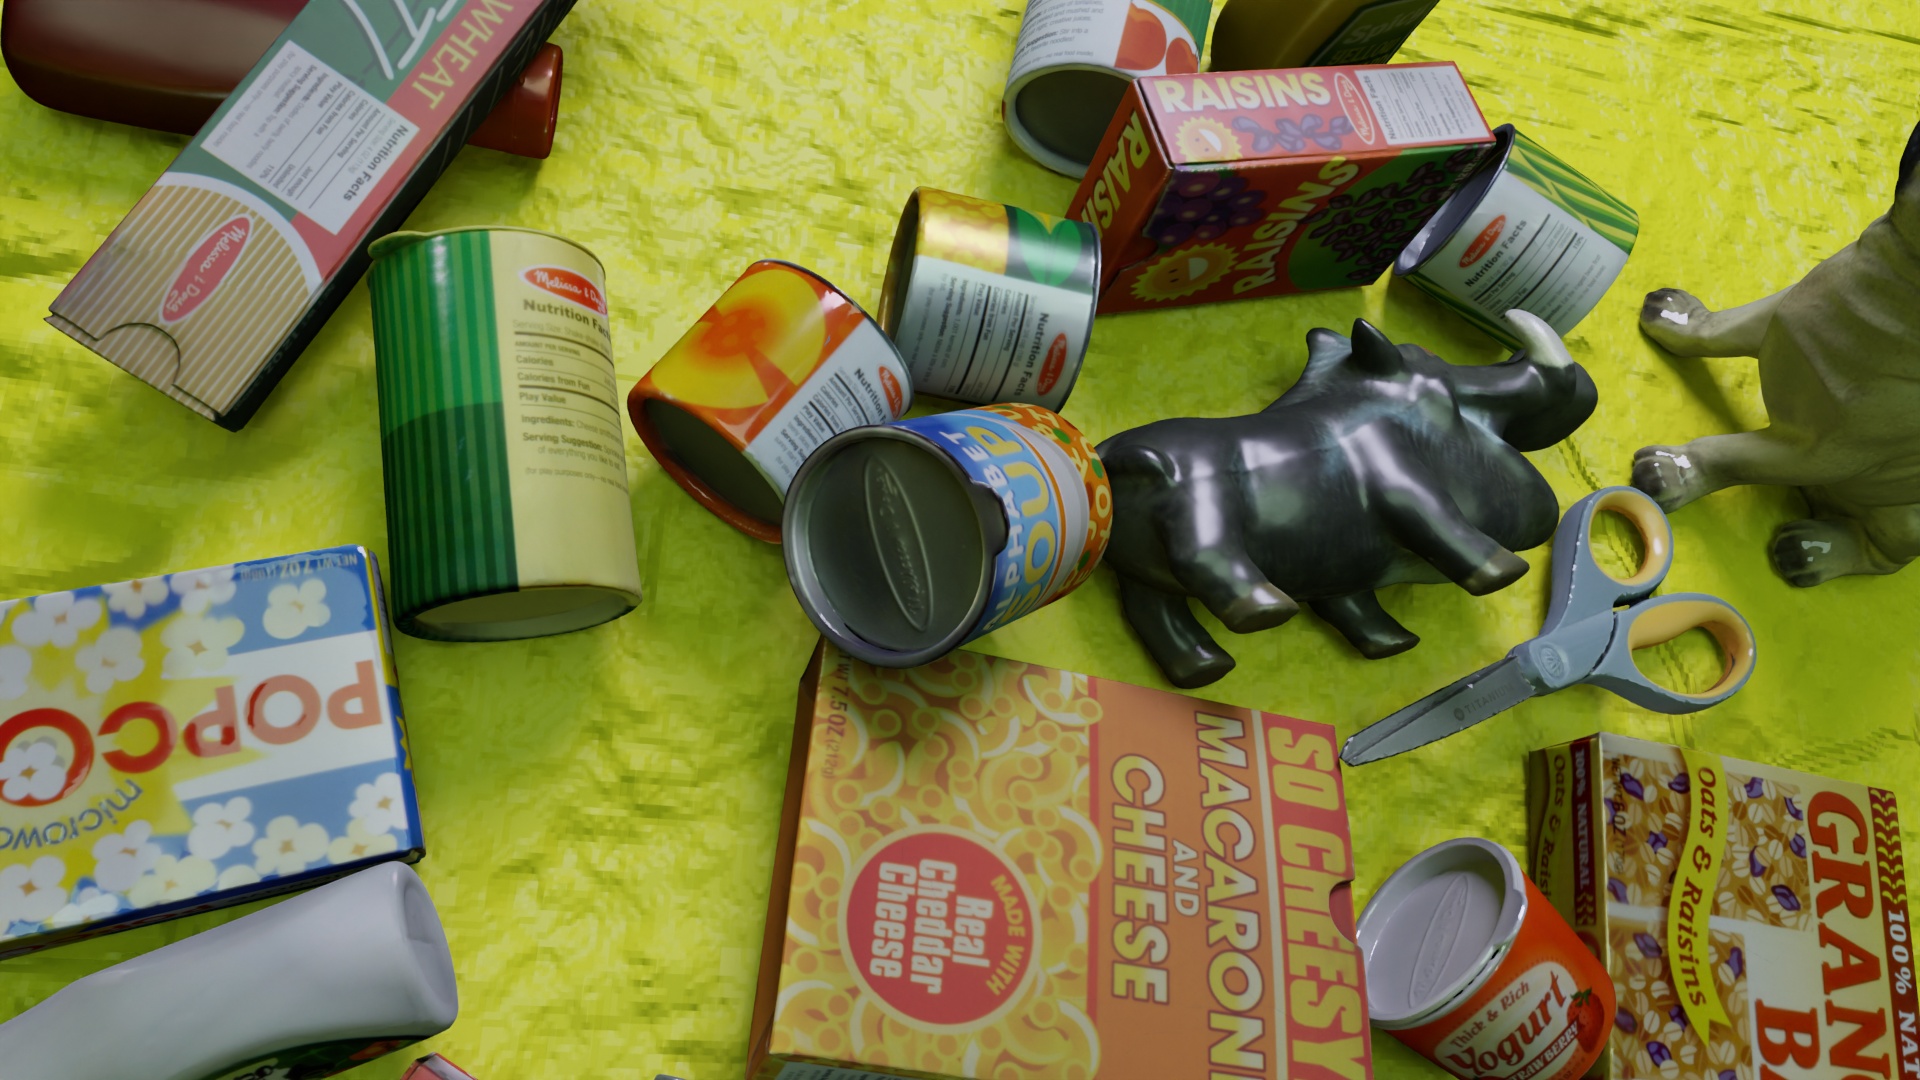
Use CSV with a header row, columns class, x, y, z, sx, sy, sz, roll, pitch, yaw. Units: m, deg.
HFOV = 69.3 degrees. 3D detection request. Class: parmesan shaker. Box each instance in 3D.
class,x,y,z,sx,sy,sz,roll,pitch,yaw
parmesan shaker,-0.131,-0.028,0.392,0.071,0.071,0.103,-5,75,-17

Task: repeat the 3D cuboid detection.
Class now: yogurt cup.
class,x,y,z,sx,sy,sz,roll,pitch,yaw
yogurt cup,0.160,0.134,0.426,0.054,0.072,0.072,41,67,-9

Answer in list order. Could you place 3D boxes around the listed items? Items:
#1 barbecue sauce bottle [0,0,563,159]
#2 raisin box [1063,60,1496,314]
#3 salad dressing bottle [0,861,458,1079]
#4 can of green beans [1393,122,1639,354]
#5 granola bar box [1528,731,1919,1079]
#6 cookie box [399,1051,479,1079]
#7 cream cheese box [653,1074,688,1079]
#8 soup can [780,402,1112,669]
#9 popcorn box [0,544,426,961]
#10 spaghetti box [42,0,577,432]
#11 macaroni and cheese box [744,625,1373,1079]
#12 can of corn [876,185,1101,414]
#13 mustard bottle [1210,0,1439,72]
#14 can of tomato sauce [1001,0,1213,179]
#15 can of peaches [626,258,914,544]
class,x,y,z,sx,sy,sz,roll,pitch,yaw
barbecue sauce bottle,-0.201,-0.150,0.426,0.149,0.043,0.065,8,74,-14
raisin box,0.105,-0.120,0.480,0.124,0.085,0.040,-9,70,-19
salad dressing bottle,-0.200,0.124,0.330,0.148,0.064,0.044,-20,74,-12
can of green beans,0.206,-0.111,0.517,0.058,0.071,0.071,33,67,-5
granola bar box,0.252,0.157,0.457,0.124,0.039,0.166,12,70,-12
cookie box,-0.100,0.224,0.335,0.167,0.040,0.123,35,67,-3
cream cheese box,-0.033,0.167,0.365,0.104,0.053,0.024,21,67,-9
soup can,0.001,-0.005,0.403,0.071,0.071,0.084,59,30,7
popcorn box,-0.211,0.055,0.359,0.127,0.038,0.085,-10,76,-19
spaghetti box,-0.154,-0.145,0.399,0.050,0.028,0.250,35,76,-12
macaroni and cheese box,0.032,0.100,0.397,0.166,0.040,0.124,12,54,-12
can of corn,0.007,-0.077,0.451,0.058,0.071,0.071,10,70,-12
mustard bottle,0.143,-0.204,0.478,0.065,0.159,0.049,-19,81,-19
can of tomato sauce,0.056,-0.180,0.497,0.071,0.071,0.083,17,70,-10
can of peaches,-0.059,-0.042,0.420,0.071,0.071,0.058,38,67,-1
